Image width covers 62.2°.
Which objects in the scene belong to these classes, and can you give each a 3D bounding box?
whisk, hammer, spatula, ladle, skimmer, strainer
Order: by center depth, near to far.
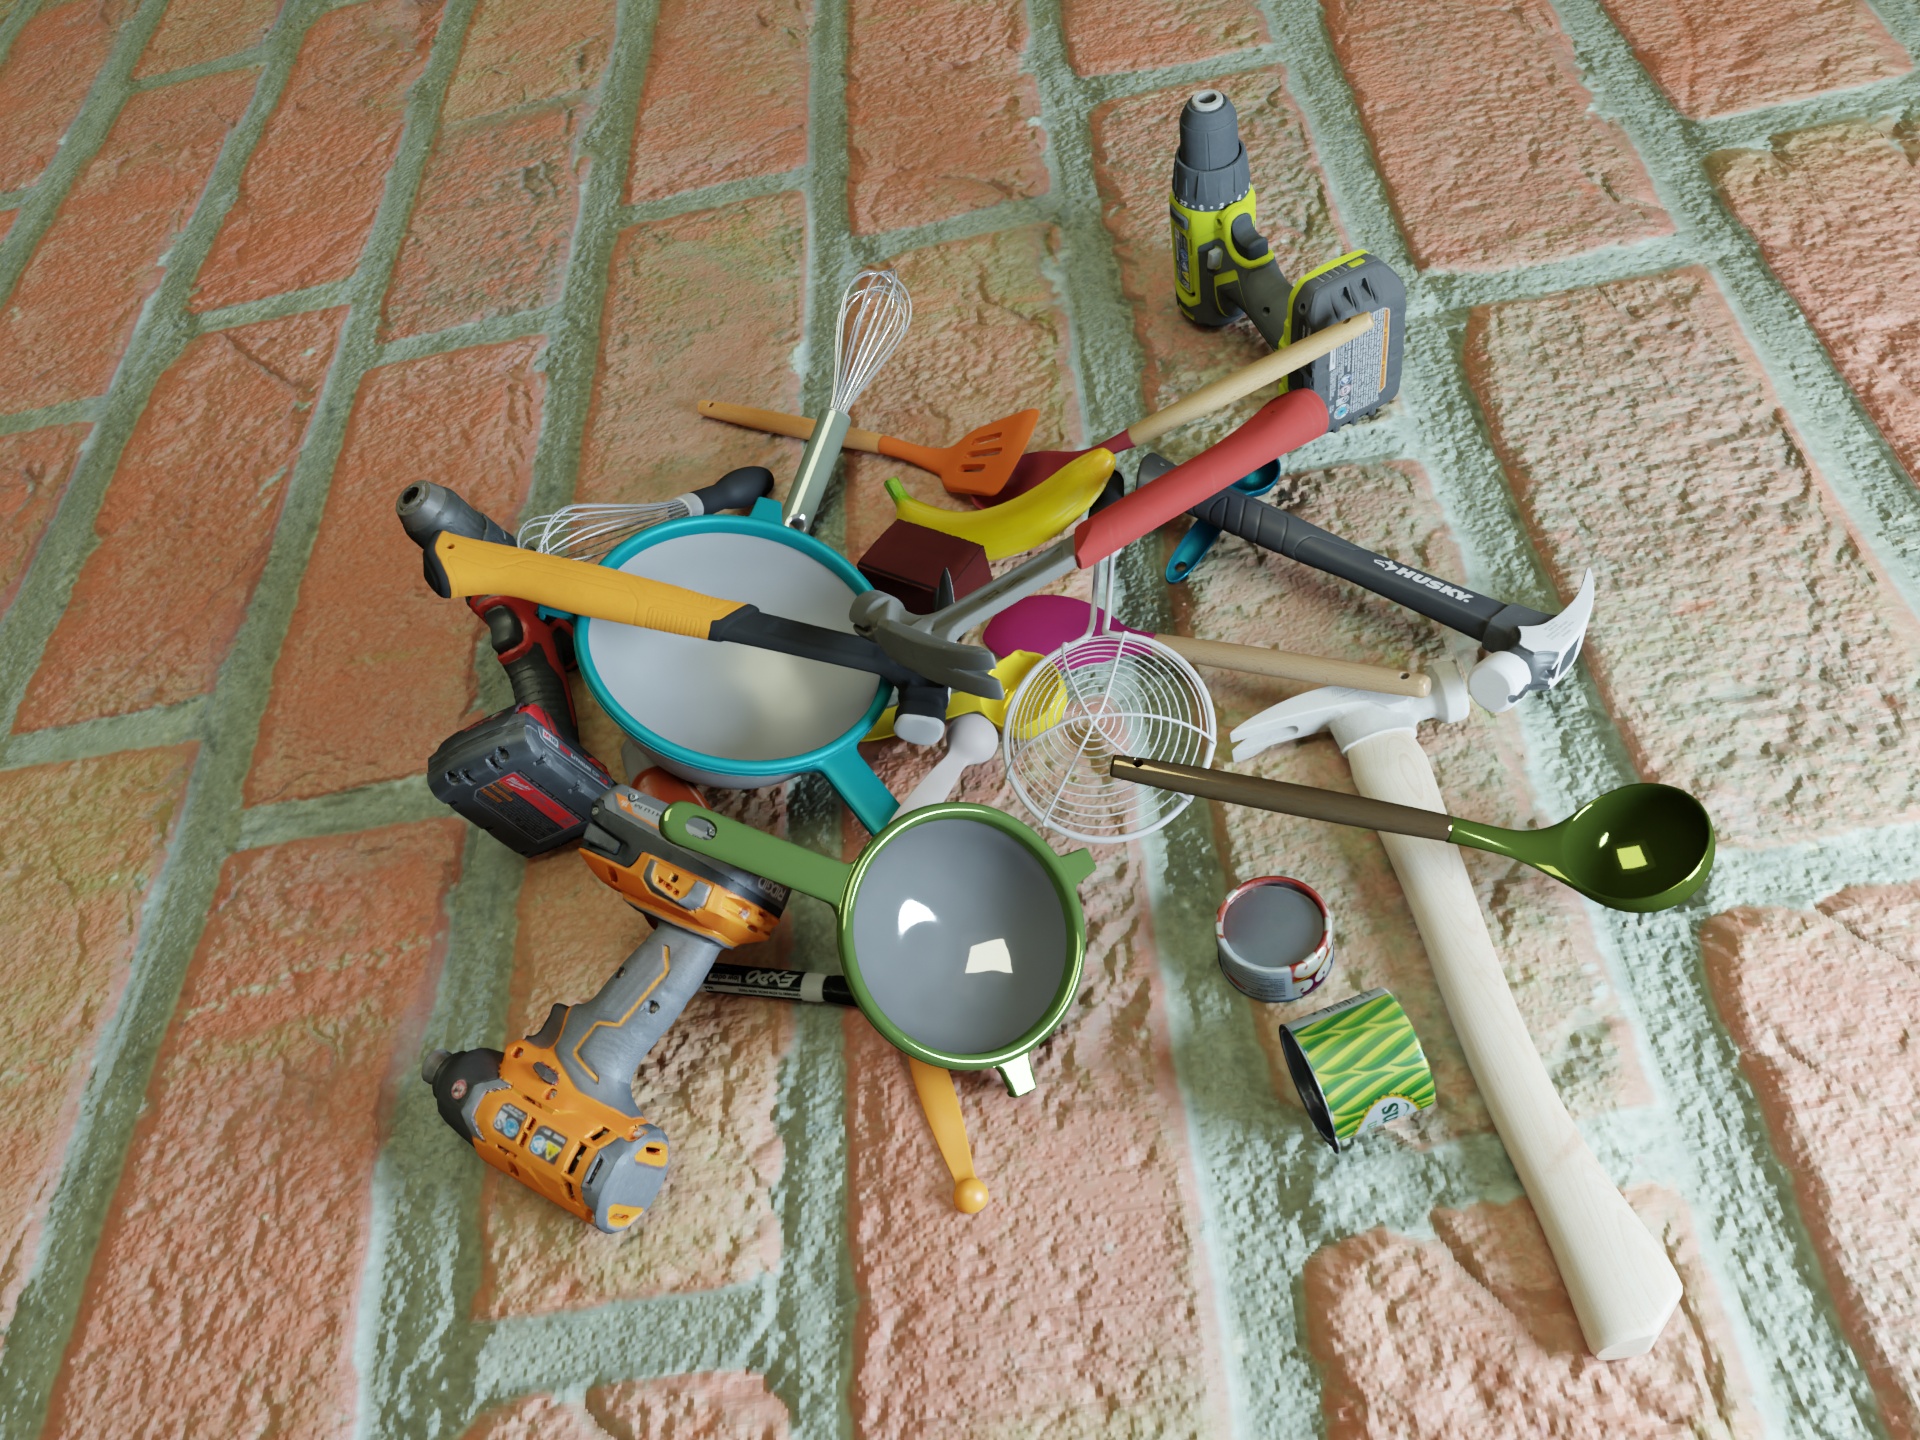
[{"bbox_3d":[0.241,0.046,0.861,0.320,0.062,0.078,11,50,4],"label":"ladle"},{"bbox_3d":[0.268,0.139,0.868,0.146,0.038,0.411,-15,50,5],"label":"hammer"},{"bbox_3d":[-0.055,0.106,0.904,0.256,0.069,0.152,23,68,-14],"label":"strainer"},{"bbox_3d":[-0.167,-0.074,1.012,0.336,0.034,0.127,12,53,-9],"label":"hammer"},{"bbox_3d":[0.109,-0.124,1.014,0.359,0.036,0.149,-31,32,-24],"label":"hammer"},{"bbox_3d":[0.099,-0.061,1.041,0.127,0.090,0.364,-11,29,13],"label":"skimmer"},{"bbox_3d":[-0.114,0.015,1.047,0.211,0.095,0.340,-30,69,-32],"label":"strainer"},{"bbox_3d":[0.251,-0.110,1.048,0.335,0.035,0.146,31,44,35],"label":"hammer"},{"bbox_3d":[0.144,-0.213,1.123,0.315,0.031,0.069,-22,40,29],"label":"ladle"},{"bbox_3d":[-0.220,-0.145,1.154,0.070,0.070,0.284,13,26,24],"label":"whisk"},{"bbox_3d":[-0.095,-0.244,1.237,0.059,0.057,0.246,-7,61,63],"label":"whisk"},{"bbox_3d":[-0.084,-0.229,1.260,0.323,0.041,0.081,16,69,28],"label":"spatula"}]

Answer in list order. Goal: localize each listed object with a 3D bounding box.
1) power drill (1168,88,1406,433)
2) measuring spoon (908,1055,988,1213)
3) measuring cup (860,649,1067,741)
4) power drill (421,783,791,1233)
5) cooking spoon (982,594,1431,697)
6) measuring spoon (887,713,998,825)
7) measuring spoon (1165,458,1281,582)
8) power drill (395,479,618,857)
[{"bbox_3d":[0.227,-0.336,1.169,0.080,0.190,0.229,-27,54,-8],"label":"power drill"},{"bbox_3d":[-0.009,0.222,0.892,0.021,0.011,0.117,-21,49,-2],"label":"measuring spoon"},{"bbox_3d":[-0.002,-0.003,1.070,0.156,0.029,0.062,-14,57,20],"label":"measuring cup"},{"bbox_3d":[-0.211,0.157,0.925,0.164,0.084,0.226,20,77,24],"label":"power drill"},{"bbox_3d":[0.150,-0.046,1.037,0.319,0.017,0.069,12,54,34],"label":"cooking spoon"},{"bbox_3d":[-0.013,0.038,0.994,0.034,0.018,0.124,35,55,4],"label":"measuring spoon"},{"bbox_3d":[0.185,-0.143,1.137,0.042,0.021,0.128,30,73,27],"label":"measuring spoon"},{"bbox_3d":[-0.310,-0.042,1.078,0.080,0.187,0.227,-24,52,12],"label":"power drill"}]
